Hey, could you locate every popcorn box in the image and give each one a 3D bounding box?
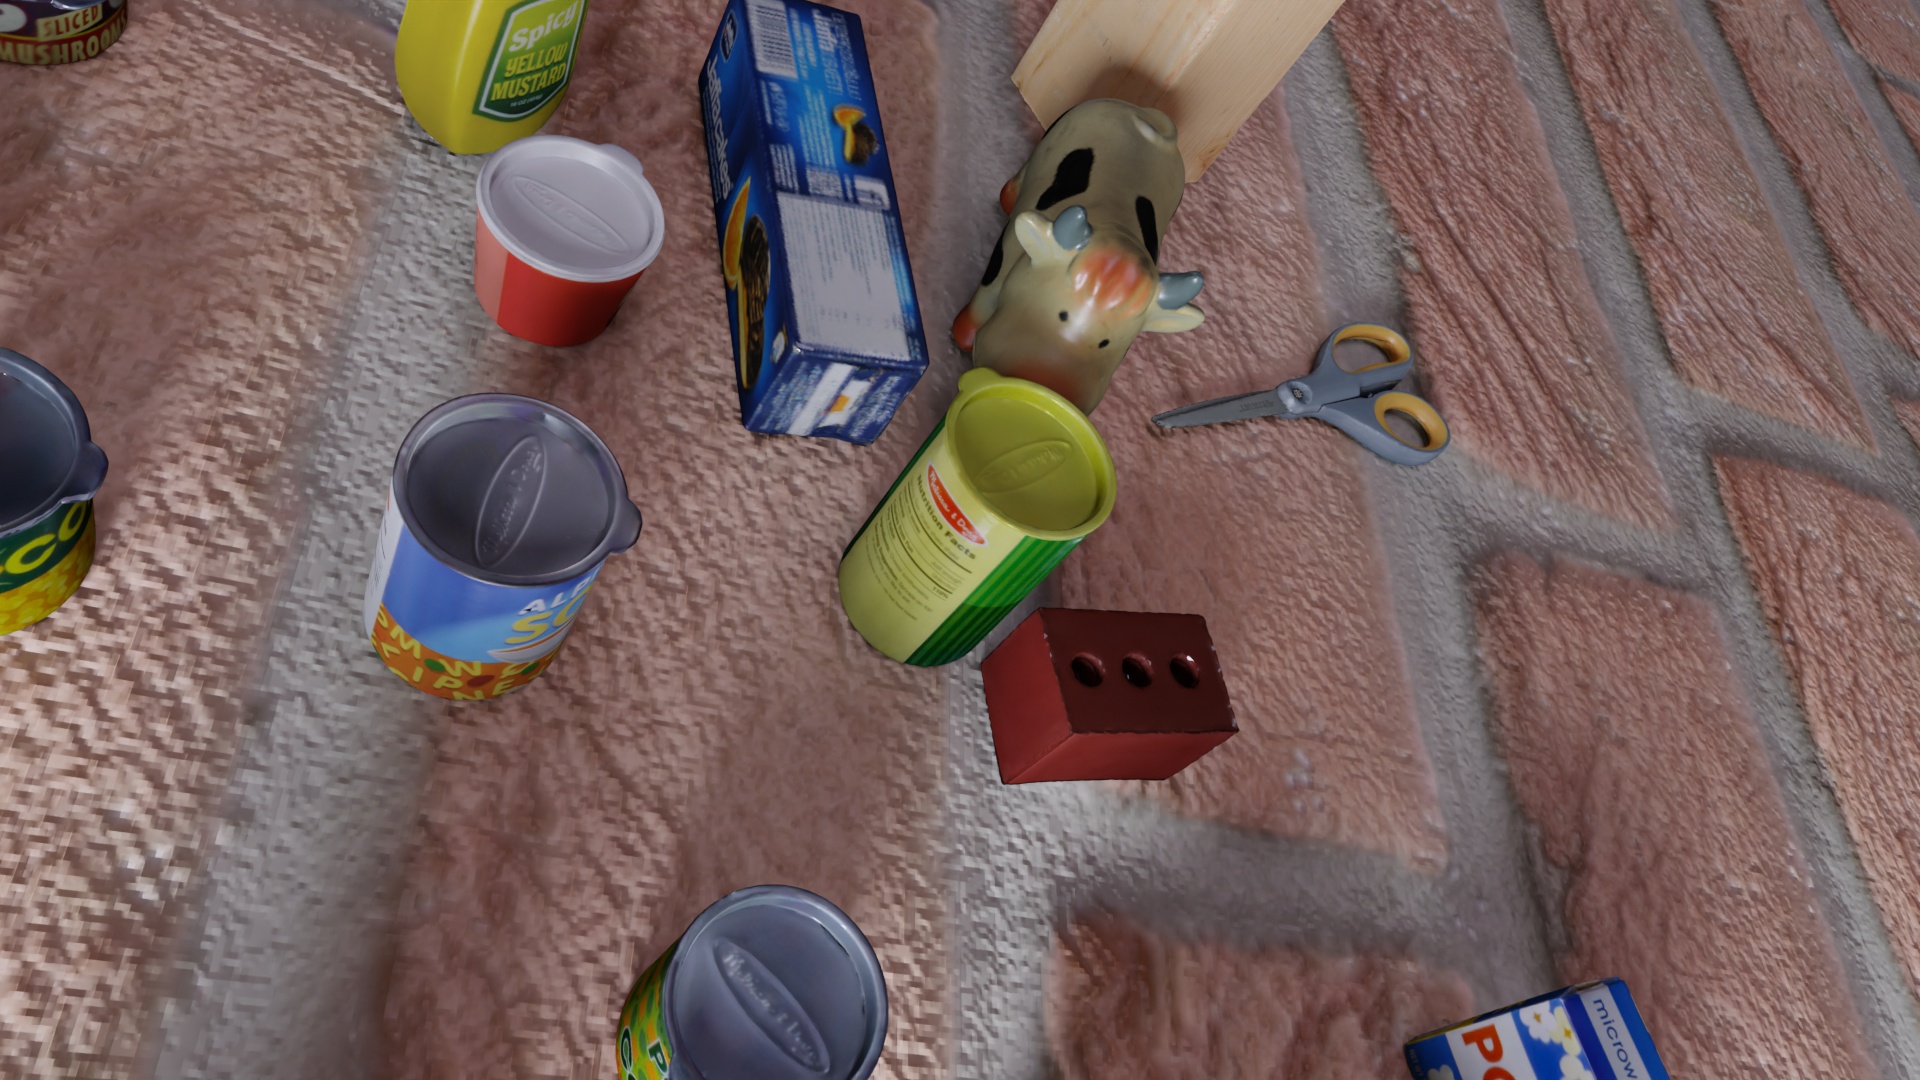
[{"bbox_3d":[0.222,0.230,0.495,0.038,0.084,0.127,-2,61,-30],"label":"popcorn box"}]

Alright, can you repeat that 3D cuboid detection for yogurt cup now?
[{"bbox_3d":[-0.152,-0.110,0.527,0.072,0.053,0.073,15,54,-21],"label":"yogurt cup"}]

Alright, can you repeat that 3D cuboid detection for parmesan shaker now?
[{"bbox_3d":[0.002,-0.006,0.513,0.071,0.102,0.071,15,54,-21],"label":"parmesan shaker"}]

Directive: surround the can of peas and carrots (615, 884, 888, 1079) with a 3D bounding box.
[{"bbox_3d":[-0.064,0.144,0.407,0.071,0.058,0.071,15,54,-21],"label":"can of peas and carrots"}]

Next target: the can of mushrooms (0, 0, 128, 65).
[{"bbox_3d":[-0.335,-0.204,0.498,0.071,0.033,0.071,15,54,-21],"label":"can of mushrooms"}]

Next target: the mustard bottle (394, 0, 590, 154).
[{"bbox_3d":[-0.167,-0.215,0.517,0.049,0.159,0.065,47,49,5],"label":"mustard bottle"}]

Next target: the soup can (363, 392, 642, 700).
[{"bbox_3d":[-0.145,0.005,0.435,0.071,0.083,0.072,15,54,-21],"label":"soup can"}]

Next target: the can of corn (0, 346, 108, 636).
[{"bbox_3d":[-0.278,-0.012,0.388,0.071,0.058,0.071,15,54,-21],"label":"can of corn"}]
